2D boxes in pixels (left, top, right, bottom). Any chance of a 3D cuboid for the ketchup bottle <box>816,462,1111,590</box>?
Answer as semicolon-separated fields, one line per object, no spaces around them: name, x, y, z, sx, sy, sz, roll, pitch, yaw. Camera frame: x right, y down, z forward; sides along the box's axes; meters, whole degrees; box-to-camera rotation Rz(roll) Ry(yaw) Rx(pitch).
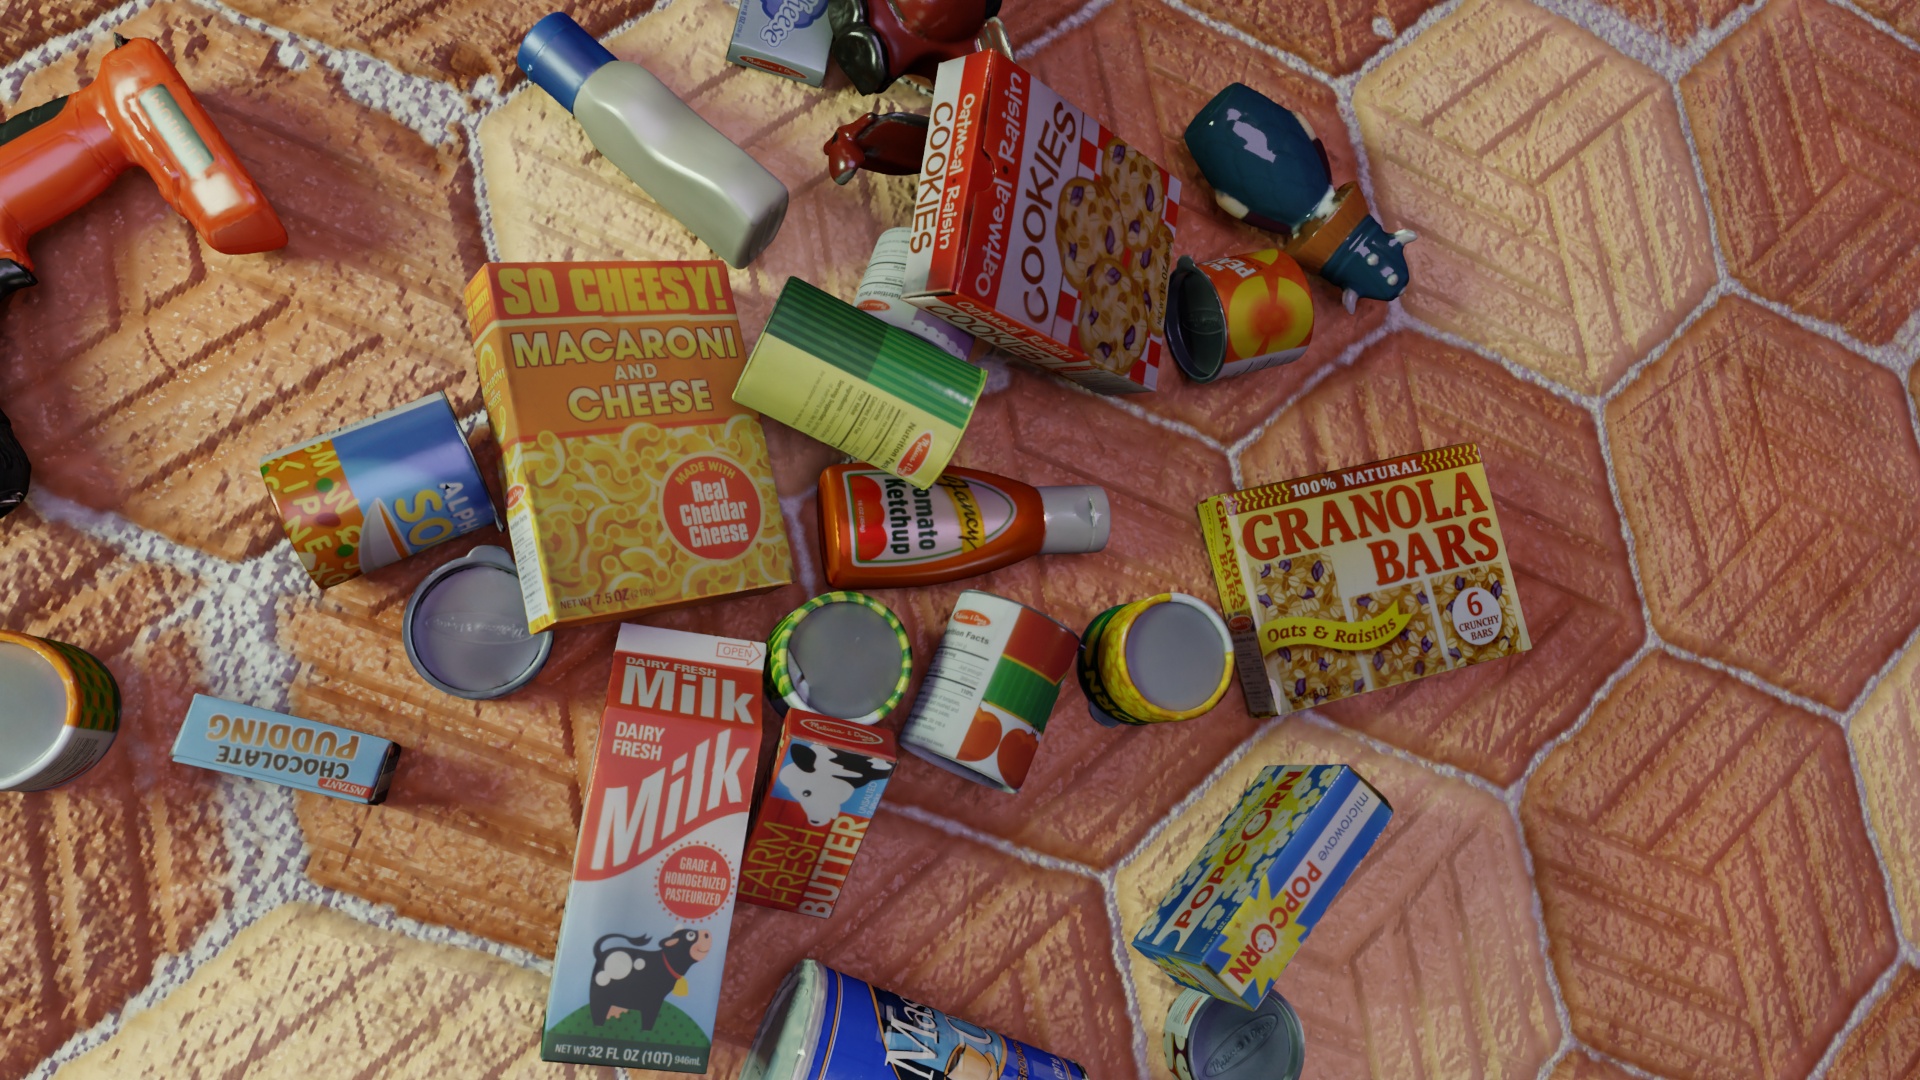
ketchup bottle;0.003;-0.009;0.717;0.149;0.043;0.065;-2;74;-17

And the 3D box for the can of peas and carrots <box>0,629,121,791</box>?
can of peas and carrots;-0.397;0.070;0.580;0.071;0.058;0.071;3;80;-16

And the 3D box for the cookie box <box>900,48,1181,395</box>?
cookie box;0.048;-0.156;0.711;0.167;0.040;0.123;17;78;-47

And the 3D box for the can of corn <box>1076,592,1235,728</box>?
can of corn;0.100;0.065;0.725;0.071;0.058;0.071;3;80;-16

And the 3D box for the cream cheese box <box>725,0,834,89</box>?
cream cheese box;-0.089;-0.301;0.752;0.053;0.024;0.104;14;77;-15

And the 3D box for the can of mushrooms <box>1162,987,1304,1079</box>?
can of mushrooms;0.141;0.262;0.716;0.071;0.033;0.071;3;79;-16

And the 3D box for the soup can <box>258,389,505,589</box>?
soup can;-0.261;-0.021;0.631;0.084;0.071;0.071;-25;88;-18

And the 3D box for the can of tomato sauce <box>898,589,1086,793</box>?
can of tomato sauce;0.016;0.077;0.695;0.071;0.071;0.083;26;75;-10

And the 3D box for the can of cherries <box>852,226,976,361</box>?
can of cherries;-0.020;-0.119;0.720;0.071;0.071;0.058;22;74;-12

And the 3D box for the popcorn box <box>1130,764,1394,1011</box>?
popcorn box;0.153;0.172;0.708;0.038;0.085;0.127;44;72;-6

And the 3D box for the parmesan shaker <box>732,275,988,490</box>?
parmesan shaker;-0.048;-0.077;0.665;0.103;0.071;0.071;26;75;-12

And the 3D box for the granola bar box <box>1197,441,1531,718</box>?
granola bar box;0.226;0.021;0.779;0.166;0.039;0.124;-11;84;-17

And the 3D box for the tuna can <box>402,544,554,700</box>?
tuna can;-0.223;0.039;0.649;0.071;0.032;0.071;3;80;-16

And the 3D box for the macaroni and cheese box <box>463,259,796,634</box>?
macaroni and cheese box;-0.157;-0.048;0.663;0.124;0.040;0.166;-9;82;-36

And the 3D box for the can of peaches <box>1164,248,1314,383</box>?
can of peaches;0.153;-0.127;0.769;0.058;0.071;0.071;-14;85;-18

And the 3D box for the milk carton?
milk carton;-0.138;0.136;0.636;0.072;0.073;0.191;10;78;-14

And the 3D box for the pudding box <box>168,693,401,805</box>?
pudding box;-0.294;0.093;0.610;0.084;0.049;0.030;17;75;-13

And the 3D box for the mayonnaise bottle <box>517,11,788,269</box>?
mayonnaise bottle;-0.154;-0.203;0.698;0.148;0.064;0.041;41;69;-2

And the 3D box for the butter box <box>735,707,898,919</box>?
butter box;-0.071;0.130;0.652;0.053;0.024;0.103;16;116;-14

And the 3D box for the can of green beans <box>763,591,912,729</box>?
can of green beans;-0.061;0.060;0.679;0.071;0.057;0.071;3;80;-16
